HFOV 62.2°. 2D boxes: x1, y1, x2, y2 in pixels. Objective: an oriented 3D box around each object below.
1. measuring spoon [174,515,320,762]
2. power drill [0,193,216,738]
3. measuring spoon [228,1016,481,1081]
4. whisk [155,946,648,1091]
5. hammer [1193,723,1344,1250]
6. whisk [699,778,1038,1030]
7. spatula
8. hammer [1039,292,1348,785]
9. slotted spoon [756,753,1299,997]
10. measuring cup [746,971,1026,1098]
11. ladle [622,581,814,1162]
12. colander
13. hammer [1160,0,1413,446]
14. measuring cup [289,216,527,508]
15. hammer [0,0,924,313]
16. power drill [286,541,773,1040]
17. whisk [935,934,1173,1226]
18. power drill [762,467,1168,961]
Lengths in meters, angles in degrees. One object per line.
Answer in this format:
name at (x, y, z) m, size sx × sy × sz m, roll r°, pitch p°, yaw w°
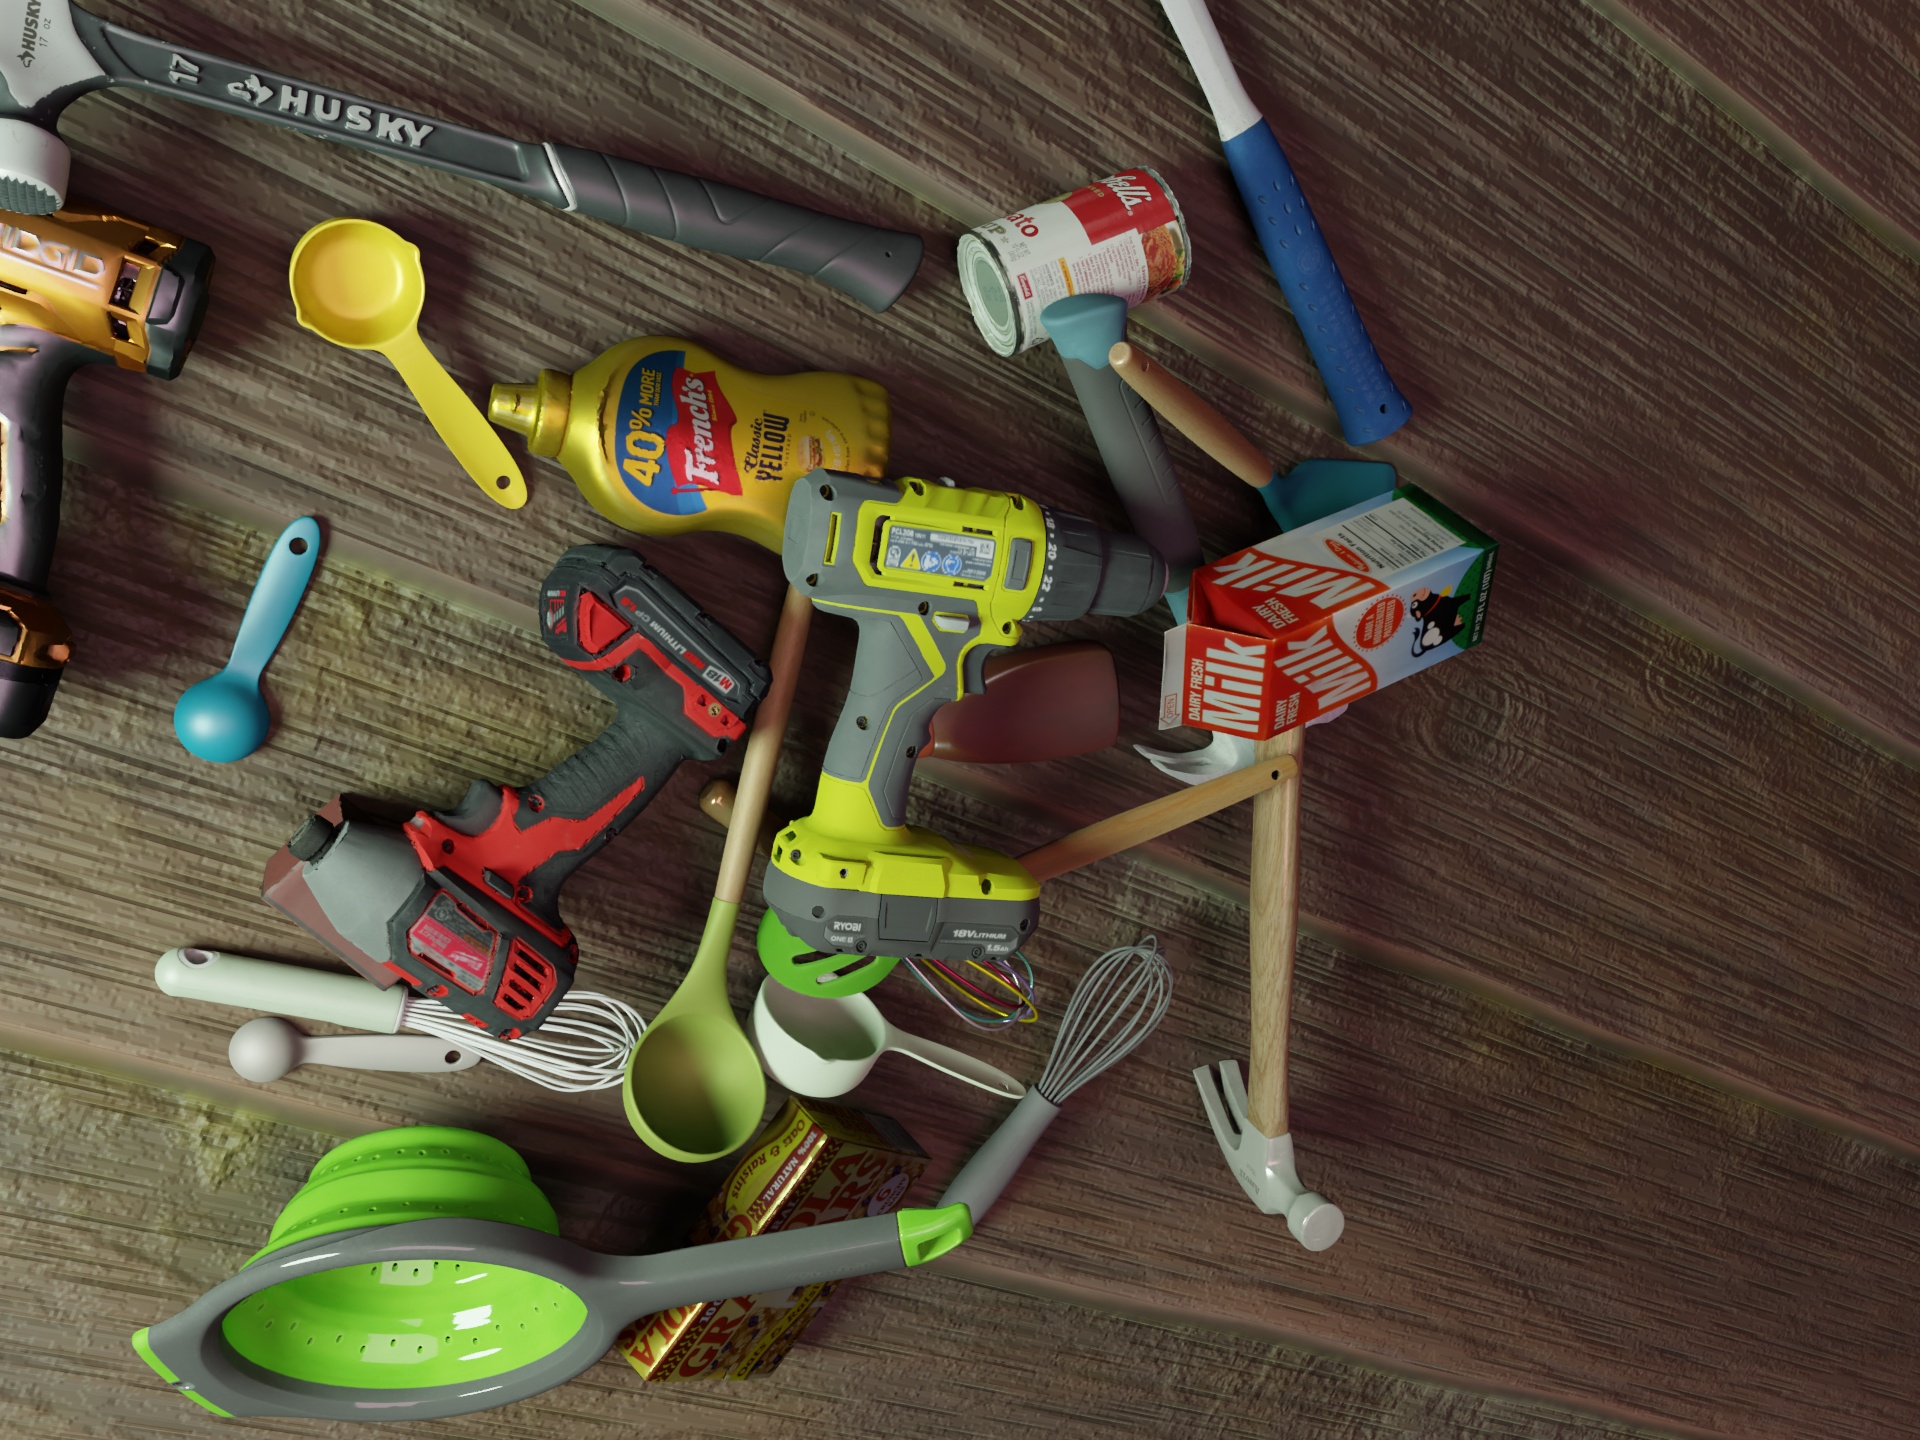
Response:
measuring spoon at (-0.332, -0.037, 0.751) m, size 0.042 × 0.021 × 0.128 m, roll 23°, pitch 97°, yaw -26°
power drill at (-0.431, -0.123, 0.648) m, size 0.185 × 0.084 × 0.226 m, roll 18°, pitch 88°, yaw -25°
measuring spoon at (-0.311, 0.174, 0.823) m, size 0.124 × 0.018 × 0.034 m, roll 7°, pitch 102°, yaw -24°
whisk at (-0.280, 0.150, 0.815) m, size 0.246 × 0.058 × 0.059 m, roll 15°, pitch 109°, yaw -20°
hammer at (0.185, 0.138, 0.947) m, size 0.031 × 0.130 × 0.331 m, roll -7°, pitch 106°, yaw -20°
whisk at (-0.045, 0.106, 0.895) m, size 0.244 × 0.047 × 0.051 m, roll 39°, pitch 90°, yaw -23°
spatula at (0.160, -0.139, 0.839) m, size 0.317 × 0.044 × 0.082 m, roll 17°, pitch 83°, yaw -58°
hammer at (0.119, -0.089, 0.871) m, size 0.128 × 0.033 × 0.330 m, roll -35°, pitch 127°, yaw -9°
slotted spoon at (0.039, 0.078, 0.868) m, size 0.314 × 0.031 × 0.070 m, roll -21°, pitch 106°, yaw -4°
measuring cup at (-0.043, 0.192, 0.894) m, size 0.167 × 0.083 × 0.038 m, roll 24°, pitch 113°, yaw -16°
ladle at (-0.110, 0.070, 0.823) m, size 0.078 × 0.062 × 0.320 m, roll 13°, pitch 92°, yaw -31°
colander at (-0.195, 0.257, 0.806) m, size 0.397 × 0.095 × 0.204 m, roll -9°, pitch 138°, yaw -2°
hammer at (0.140, -0.321, 0.845) m, size 0.144 × 0.035 × 0.405 m, roll -37°, pitch 115°, yaw -8°
measuring cup at (-0.254, -0.165, 0.749) m, size 0.062 × 0.029 × 0.156 m, roll -36°, pitch 127°, yaw -8°
hammer at (-0.202, -0.255, 0.717) m, size 0.408 × 0.036 × 0.149 m, roll 7°, pitch 79°, yaw -28°
power drill at (-0.204, 0.028, 0.759) m, size 0.143 × 0.079 × 0.220 m, roll 42°, pitch 73°, yaw -27°
whisk at (0.051, 0.228, 0.970) m, size 0.055 × 0.055 × 0.239 m, roll 34°, pitch 96°, yaw -26°
power drill at (-0.001, -0.003, 0.788) m, size 0.190 × 0.080 × 0.228 m, roll 6°, pitch 100°, yaw -20°
